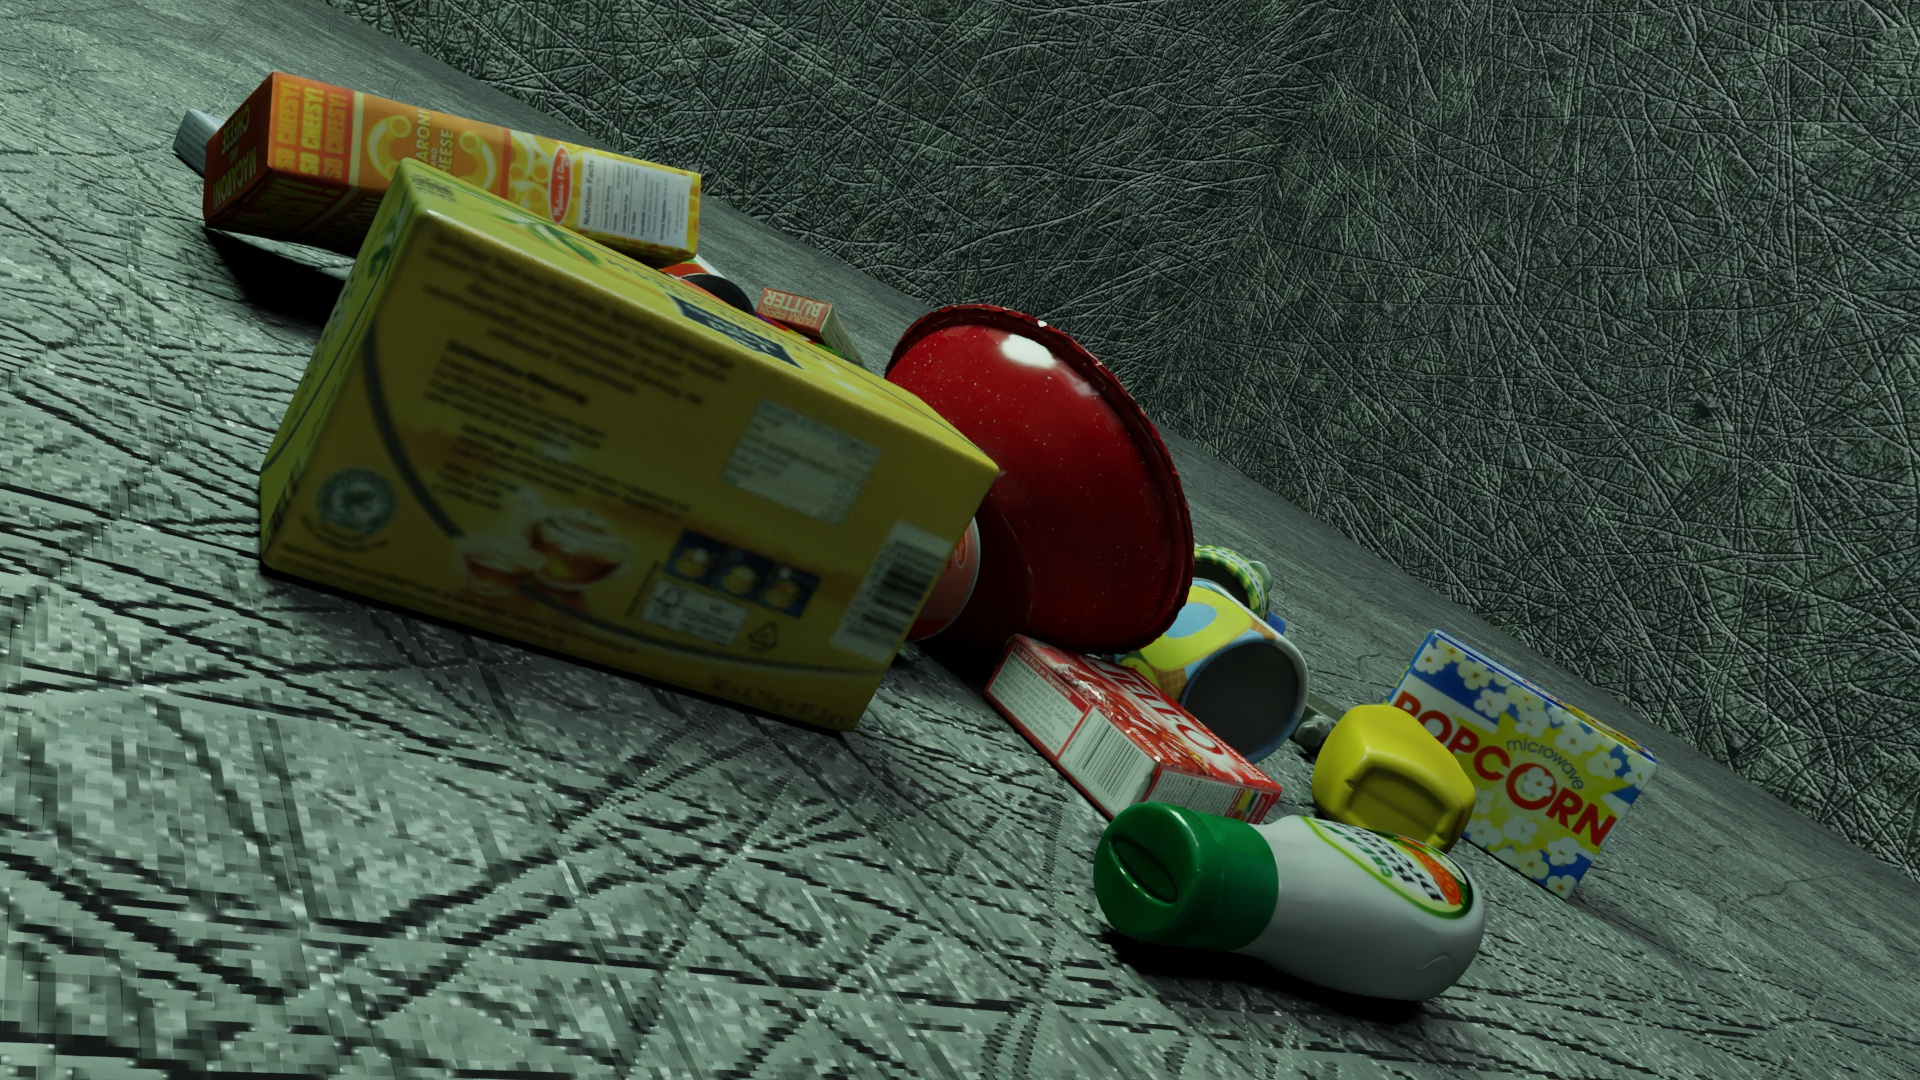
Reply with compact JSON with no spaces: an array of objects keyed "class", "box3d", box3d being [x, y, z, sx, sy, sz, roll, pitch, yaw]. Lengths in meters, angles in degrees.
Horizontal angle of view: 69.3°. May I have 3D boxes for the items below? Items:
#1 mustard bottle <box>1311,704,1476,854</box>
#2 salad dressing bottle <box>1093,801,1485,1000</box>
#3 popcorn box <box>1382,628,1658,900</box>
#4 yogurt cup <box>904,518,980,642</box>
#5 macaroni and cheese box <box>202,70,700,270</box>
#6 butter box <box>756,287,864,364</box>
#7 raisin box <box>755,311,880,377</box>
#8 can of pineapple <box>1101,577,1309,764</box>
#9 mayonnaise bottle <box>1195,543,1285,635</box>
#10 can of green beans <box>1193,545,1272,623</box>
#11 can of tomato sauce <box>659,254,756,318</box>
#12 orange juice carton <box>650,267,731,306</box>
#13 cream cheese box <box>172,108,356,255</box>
[{"class":"mustard bottle","box3d":[0.199,0.107,0.649,0.065,0.048,0.160,31,10,11]},{"class":"salad dressing bottle","box3d":[0.100,0.105,0.412,0.147,0.044,0.064,19,13,-41]},{"class":"popcorn box","box3d":[0.281,0.114,0.725,0.127,0.085,0.038,32,12,16]},{"class":"yogurt cup","box3d":[-0.035,0.005,0.493,0.072,0.072,0.054,34,19,28]},{"class":"macaroni and cheese box","box3d":[-0.212,-0.141,0.581,0.167,0.040,0.123,4,-2,-38]},{"class":"butter box","box3d":[-0.108,-0.147,1.010,0.053,0.024,0.103,17,-12,14]},{"class":"raisin box","box3d":[-0.112,-0.116,0.928,0.123,0.040,0.086,25,11,-25]},{"class":"can of pineapple","box3d":[0.105,0.058,0.597,0.071,0.071,0.058,23,12,-28]},{"class":"mayonnaise bottle","box3d":[0.119,0.022,0.815,0.148,0.064,0.041,33,13,4]},{"class":"can of green beans","box3d":[0.133,0.037,0.758,0.071,0.071,0.058,31,11,13]},{"class":"can of tomato sauce","box3d":[-0.162,-0.129,0.793,0.071,0.071,0.083,22,12,-35]},{"class":"orange juice carton","box3d":[-0.130,-0.070,0.567,0.072,0.073,0.193,32,10,21]},{"class":"cream cheese box","box3d":[-0.331,-0.174,0.673,0.104,0.024,0.053,35,12,30]}]
